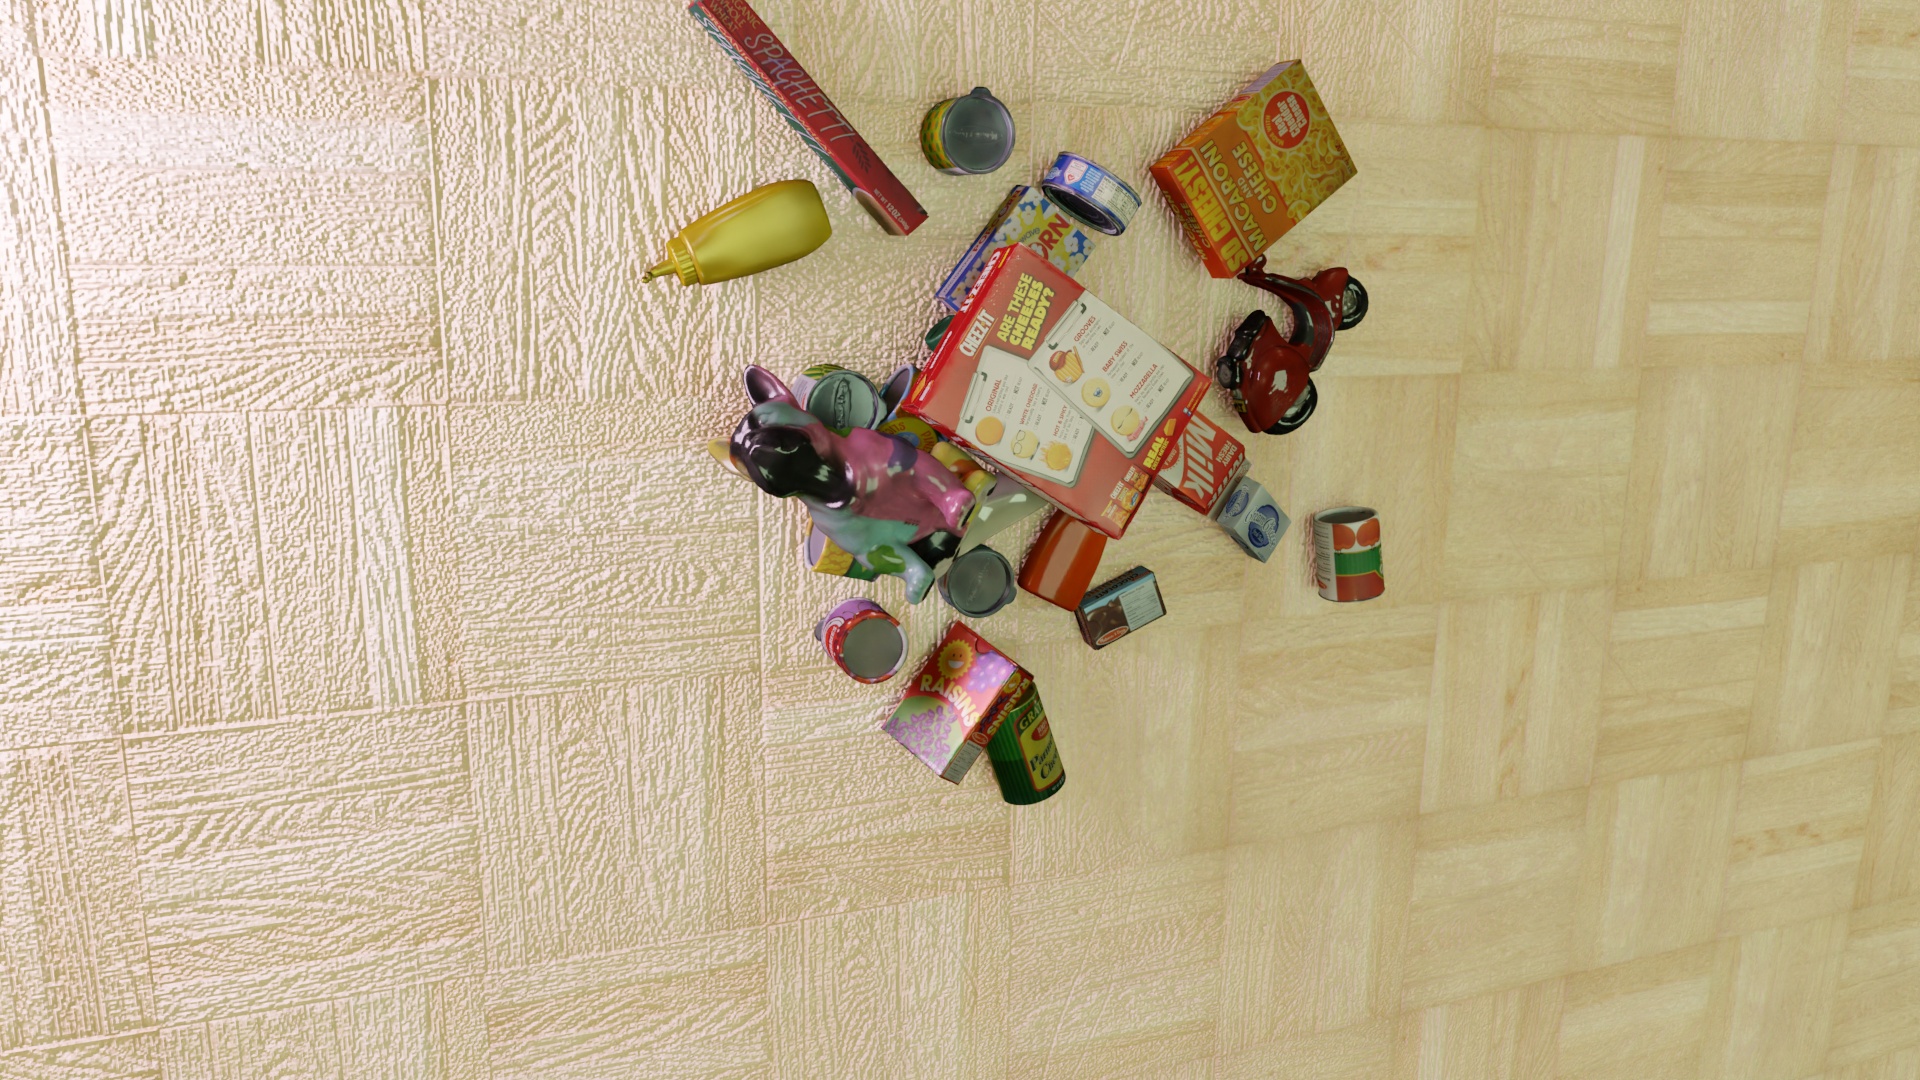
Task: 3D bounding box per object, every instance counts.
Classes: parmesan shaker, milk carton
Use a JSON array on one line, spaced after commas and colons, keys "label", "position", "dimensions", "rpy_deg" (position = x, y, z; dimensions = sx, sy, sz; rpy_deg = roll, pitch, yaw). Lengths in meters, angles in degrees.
[{"label": "parmesan shaker", "position": [0.057, 0.190, 1.322], "dimensions": [0.071, 0.071, 0.102], "rpy_deg": [-25, 111, -15]}, {"label": "milk carton", "position": [0.193, -0.093, 1.305], "dimensions": [0.190, 0.073, 0.072], "rpy_deg": [34, 88, -25]}]

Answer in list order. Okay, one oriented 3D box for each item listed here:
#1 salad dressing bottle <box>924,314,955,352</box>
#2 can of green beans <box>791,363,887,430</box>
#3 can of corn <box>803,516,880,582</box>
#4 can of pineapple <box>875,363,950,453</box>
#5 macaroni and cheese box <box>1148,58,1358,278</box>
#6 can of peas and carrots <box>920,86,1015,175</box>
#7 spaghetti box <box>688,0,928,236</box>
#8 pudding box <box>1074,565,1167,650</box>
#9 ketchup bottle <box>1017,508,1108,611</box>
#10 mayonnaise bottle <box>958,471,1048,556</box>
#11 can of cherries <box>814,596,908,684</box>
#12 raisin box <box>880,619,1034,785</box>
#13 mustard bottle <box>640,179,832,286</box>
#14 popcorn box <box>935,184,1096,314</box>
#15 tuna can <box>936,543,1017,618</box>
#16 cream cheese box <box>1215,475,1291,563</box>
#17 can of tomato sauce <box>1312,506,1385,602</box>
[{"label": "salad dressing bottle", "position": [0.027, -0.136, 1.244], "dimensions": [0.147, 0.044, 0.064], "rpy_deg": [47, 68, -23]}, {"label": "can of green beans", "position": [-0.108, -0.116, 1.188], "dimensions": [0.071, 0.058, 0.071], "rpy_deg": [-5, 104, -20]}, {"label": "can of corn", "position": [-0.098, -0.003, 1.213], "dimensions": [0.058, 0.071, 0.071], "rpy_deg": [11, 98, -23]}, {"label": "can of pineapple", "position": [-0.038, -0.111, 1.211], "dimensions": [0.058, 0.071, 0.071], "rpy_deg": [29, 91, -24]}, {"label": "macaroni and cheese box", "position": [0.268, -0.337, 1.268], "dimensions": [0.167, 0.040, 0.123], "rpy_deg": [-40, 113, -10]}, {"label": "can of peas and carrots", "position": [0.005, -0.346, 1.179], "dimensions": [0.071, 0.059, 0.070], "rpy_deg": [-5, 104, -21]}, {"label": "spaghetti box", "position": [-0.122, -0.349, 1.133], "dimensions": [0.029, 0.050, 0.249], "rpy_deg": [-47, 114, -7]}, {"label": "pudding box", "position": [0.154, 0.065, 1.350], "dimensions": [0.084, 0.030, 0.049], "rpy_deg": [-26, 112, -14]}, {"label": "ketchup bottle", "position": [0.112, -0.010, 1.308], "dimensions": [0.064, 0.043, 0.148], "rpy_deg": [26, 92, -26]}, {"label": "mayonnaise bottle", "position": [0.004, -0.016, 1.256], "dimensions": [0.148, 0.065, 0.041], "rpy_deg": [-32, 115, -8]}, {"label": "can of cherries", "position": [-0.088, 0.090, 1.243], "dimensions": [0.071, 0.058, 0.071], "rpy_deg": [-5, 104, -21]}, {"label": "raisin box", "position": [-0.003, 0.148, 1.274], "dimensions": [0.123, 0.086, 0.040], "rpy_deg": [-54, 142, -2]}, {"label": "mustard bottle", "position": [-0.187, -0.244, 1.132], "dimensions": [0.161, 0.049, 0.065], "rpy_deg": [-24, 111, -14]}, {"label": "popcorn box", "position": [0.049, -0.239, 1.232], "dimensions": [0.085, 0.038, 0.127], "rpy_deg": [37, 87, -24]}, {"label": "tuna can", "position": [0.016, 0.037, 1.286], "dimensions": [0.071, 0.033, 0.071], "rpy_deg": [-5, 104, -20]}, {"label": "cream cheese box", "position": [0.288, -0.020, 1.363], "dimensions": [0.053, 0.024, 0.103], "rpy_deg": [-58, 144, -2]}, {"label": "can of tomato sauce", "position": [0.397, 0.013, 1.415], "dimensions": [0.071, 0.071, 0.083], "rpy_deg": [-14, 107, -18]}]
